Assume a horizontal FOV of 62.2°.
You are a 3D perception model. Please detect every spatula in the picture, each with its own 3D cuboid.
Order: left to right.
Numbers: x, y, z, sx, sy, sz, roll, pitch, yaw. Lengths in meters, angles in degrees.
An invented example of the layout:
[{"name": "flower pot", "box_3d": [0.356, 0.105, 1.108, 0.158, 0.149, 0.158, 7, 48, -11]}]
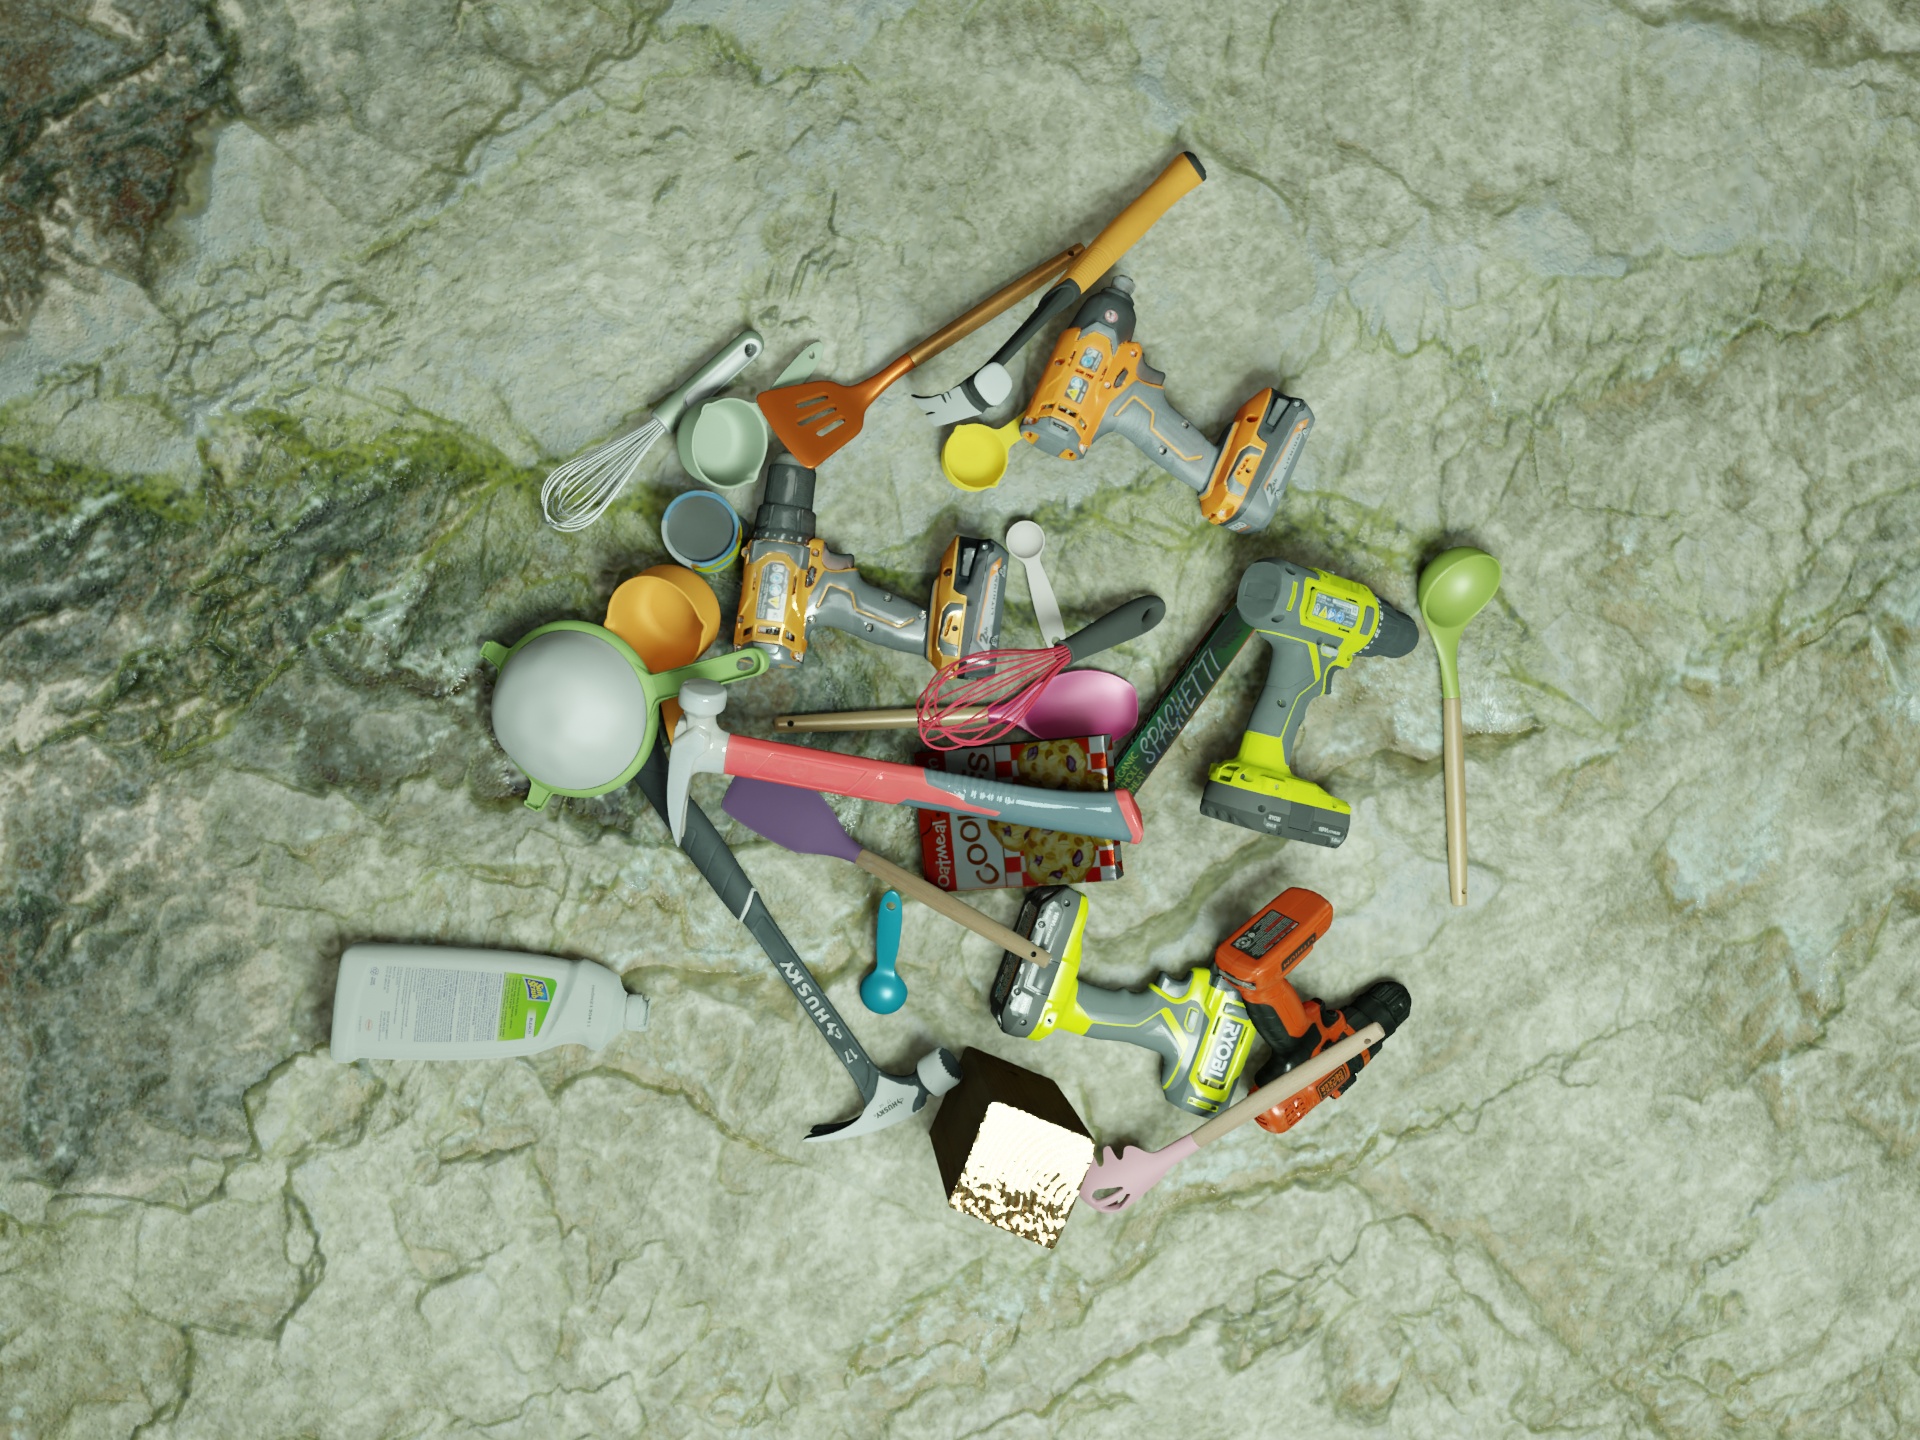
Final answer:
[{"name": "spatula", "box_3d": [-0.062, 0.124, 1.342, 0.316, 0.018, 0.060, 29, 89, 13]}, {"name": "spatula", "box_3d": [-0.023, -0.327, 1.372, 0.322, 0.041, 0.081, -35, 83, -7]}]

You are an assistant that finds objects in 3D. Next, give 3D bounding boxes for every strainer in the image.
[{"name": "strainer", "box_3d": [-0.282, -0.017, 1.299, 0.256, 0.069, 0.151, -14, 95, 16]}]

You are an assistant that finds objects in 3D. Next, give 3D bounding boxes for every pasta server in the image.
[{"name": "pasta server", "box_3d": [0.218, 0.331, 1.324, 0.316, 0.040, 0.060, -38, 108, 22]}]

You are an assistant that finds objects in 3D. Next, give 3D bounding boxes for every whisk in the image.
[{"name": "whisk", "box_3d": [-0.261, -0.249, 1.355, 0.246, 0.059, 0.057, -43, 131, -8]}, {"name": "whisk", "box_3d": [0.072, -0.048, 1.318, 0.296, 0.073, 0.073, -27, 92, -37]}]

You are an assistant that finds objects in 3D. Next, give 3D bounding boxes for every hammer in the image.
[{"name": "hammer", "box_3d": [-0.173, 0.176, 1.353, 0.149, 0.036, 0.409, -36, 88, 16]}, {"name": "hammer", "box_3d": [-0.044, 0.067, 1.296, 0.386, 0.038, 0.143, 10, 115, -3]}, {"name": "hammer", "box_3d": [0.095, -0.372, 1.354, 0.337, 0.127, 0.034, -48, 111, -19]}]

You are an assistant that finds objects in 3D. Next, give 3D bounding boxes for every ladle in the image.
[{"name": "ladle", "box_3d": [0.444, 0.007, 1.407, 0.078, 0.062, 0.320, -4, 93, -24]}]

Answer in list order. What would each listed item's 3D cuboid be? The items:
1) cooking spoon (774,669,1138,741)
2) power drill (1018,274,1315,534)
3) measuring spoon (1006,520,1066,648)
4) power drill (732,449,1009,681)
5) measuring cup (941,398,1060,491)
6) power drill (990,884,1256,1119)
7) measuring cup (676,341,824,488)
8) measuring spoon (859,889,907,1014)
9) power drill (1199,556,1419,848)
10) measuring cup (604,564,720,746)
[{"name": "cooking spoon", "box_3d": [-0.002, -0.004, 1.388, 0.319, 0.017, 0.069, -3, 89, -5]}, {"name": "power drill", "box_3d": [0.182, -0.272, 1.368, 0.226, 0.084, 0.164, 24, 86, -6]}, {"name": "measuring spoon", "box_3d": [0.069, -0.115, 1.399, 0.034, 0.018, 0.124, -18, 98, -5]}, {"name": "power drill", "box_3d": [-0.074, -0.128, 1.355, 0.226, 0.084, 0.185, 7, 87, 0]}, {"name": "measuring cup", "box_3d": [0.049, -0.255, 1.395, 0.156, 0.029, 0.062, -36, 97, -16]}, {"name": "power drill", "box_3d": [0.153, 0.228, 1.373, 0.223, 0.080, 0.171, 21, 88, -8]}, {"name": "measuring cup", "box_3d": [-0.179, -0.269, 1.365, 0.168, 0.038, 0.083, -52, 131, -22]}, {"name": "measuring spoon", "box_3d": [-0.064, 0.201, 1.349, 0.042, 0.021, 0.128, 8, 119, 4]}, {"name": "power drill", "box_3d": [0.303, -0.012, 1.366, 0.190, 0.080, 0.228, 14, 91, -34]}, {"name": "measuring cup", "box_3d": [-0.241, -0.049, 1.355, 0.095, 0.052, 0.173, 0, 115, 18]}]
